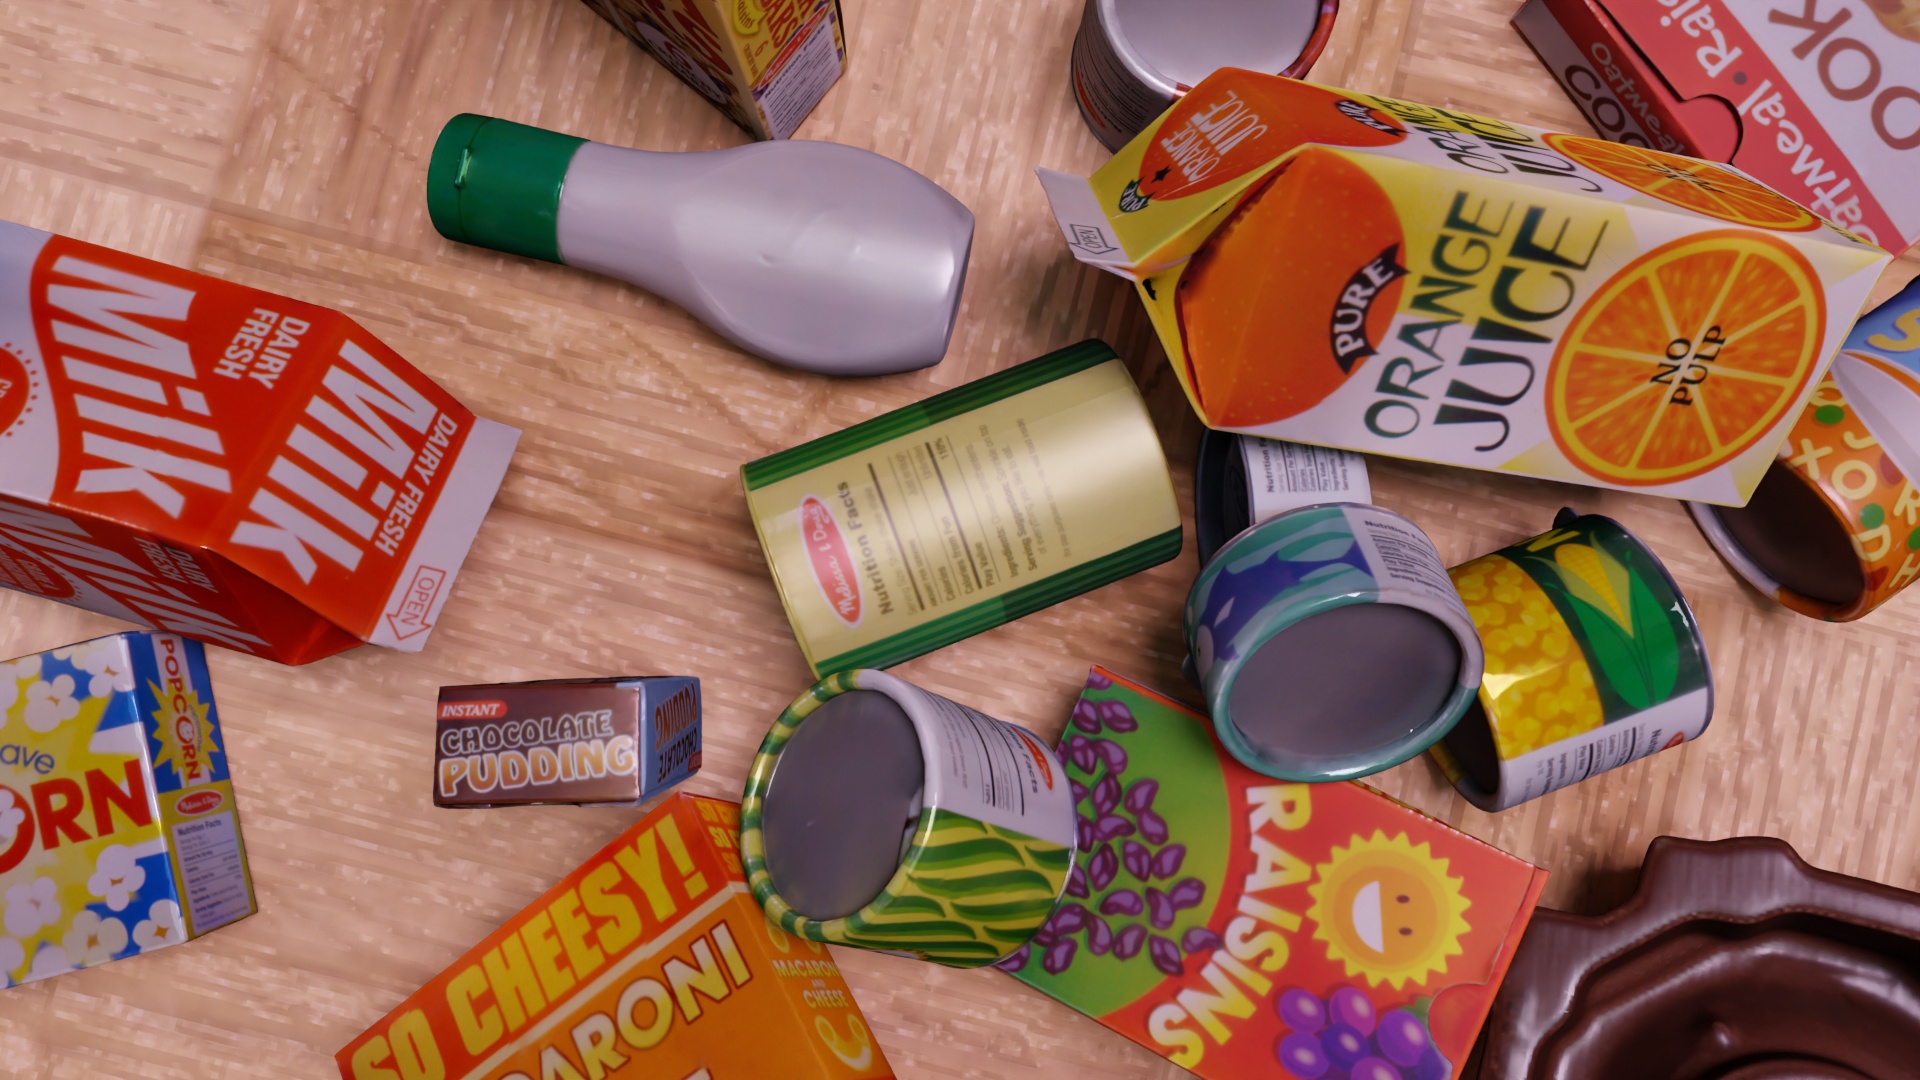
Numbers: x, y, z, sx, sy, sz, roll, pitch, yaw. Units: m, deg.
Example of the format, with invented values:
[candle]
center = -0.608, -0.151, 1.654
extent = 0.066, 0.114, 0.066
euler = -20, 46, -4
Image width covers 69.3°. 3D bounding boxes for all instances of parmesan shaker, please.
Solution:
[parmesan shaker]
center = 0.001, -0.005, 0.377
extent = 0.103, 0.071, 0.071
euler = -20, 87, -3

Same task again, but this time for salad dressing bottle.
[salad dressing bottle]
center = -0.072, -0.087, 0.392
extent = 0.148, 0.044, 0.064
euler = 13, 92, 1

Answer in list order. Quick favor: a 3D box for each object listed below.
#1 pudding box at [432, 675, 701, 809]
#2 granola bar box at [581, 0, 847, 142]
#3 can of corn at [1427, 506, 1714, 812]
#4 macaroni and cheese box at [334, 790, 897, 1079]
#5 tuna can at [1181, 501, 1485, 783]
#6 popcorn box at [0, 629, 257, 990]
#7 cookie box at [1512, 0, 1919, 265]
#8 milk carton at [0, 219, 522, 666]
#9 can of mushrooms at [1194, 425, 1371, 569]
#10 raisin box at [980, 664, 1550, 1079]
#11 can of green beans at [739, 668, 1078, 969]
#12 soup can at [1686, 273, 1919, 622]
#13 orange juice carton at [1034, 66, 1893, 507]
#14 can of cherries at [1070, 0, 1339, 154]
[pudding box]
center = -0.098, 0.051, 0.360
extent = 0.050, 0.083, 0.030
euler = -1, 85, -1
[granola bar box]
center = -0.106, -0.183, 0.357
extent = 0.165, 0.124, 0.039
euler = 39, 88, 1
[can of corn]
center = 0.156, 0.031, 0.378
extent = 0.058, 0.071, 0.071
euler = -20, 87, -2
[macaroni and cheese box]
center = -0.070, 0.166, 0.337
extent = 0.123, 0.040, 0.167
euler = -37, 63, 7
[tuna can]
center = 0.088, 0.027, 0.338
extent = 0.071, 0.033, 0.070
euler = -3, 129, -4
[popcorn box]
center = -0.270, 0.080, 0.377
extent = 0.127, 0.038, 0.085
euler = -14, 86, -2
[cookie box]
center = 0.269, -0.161, 0.407
extent = 0.167, 0.040, 0.123
euler = -37, 88, -4
[milk carton]
center = -0.217, -0.026, 0.358
extent = 0.191, 0.073, 0.072
euler = 15, 61, -1
[can of mushrooms]
center = 0.086, -0.003, 0.380
extent = 0.033, 0.071, 0.071
euler = -3, 86, -2
[raisin box]
center = 0.076, 0.097, 0.367
extent = 0.123, 0.040, 0.086
euler = 24, 85, 17
[can of green beans]
center = -0.013, 0.071, 0.352
extent = 0.071, 0.058, 0.071
euler = -18, 60, 34
[soup can]
center = 0.256, -0.027, 0.382
extent = 0.084, 0.071, 0.071
euler = -34, 88, -3
[orange juice carton]
center = 0.115, -0.068, 0.352
extent = 0.193, 0.072, 0.072
euler = 7, 121, -11
[can of cherries]
center = 0.069, -0.145, 0.392
extent = 0.071, 0.058, 0.071
euler = 0, 86, -1
